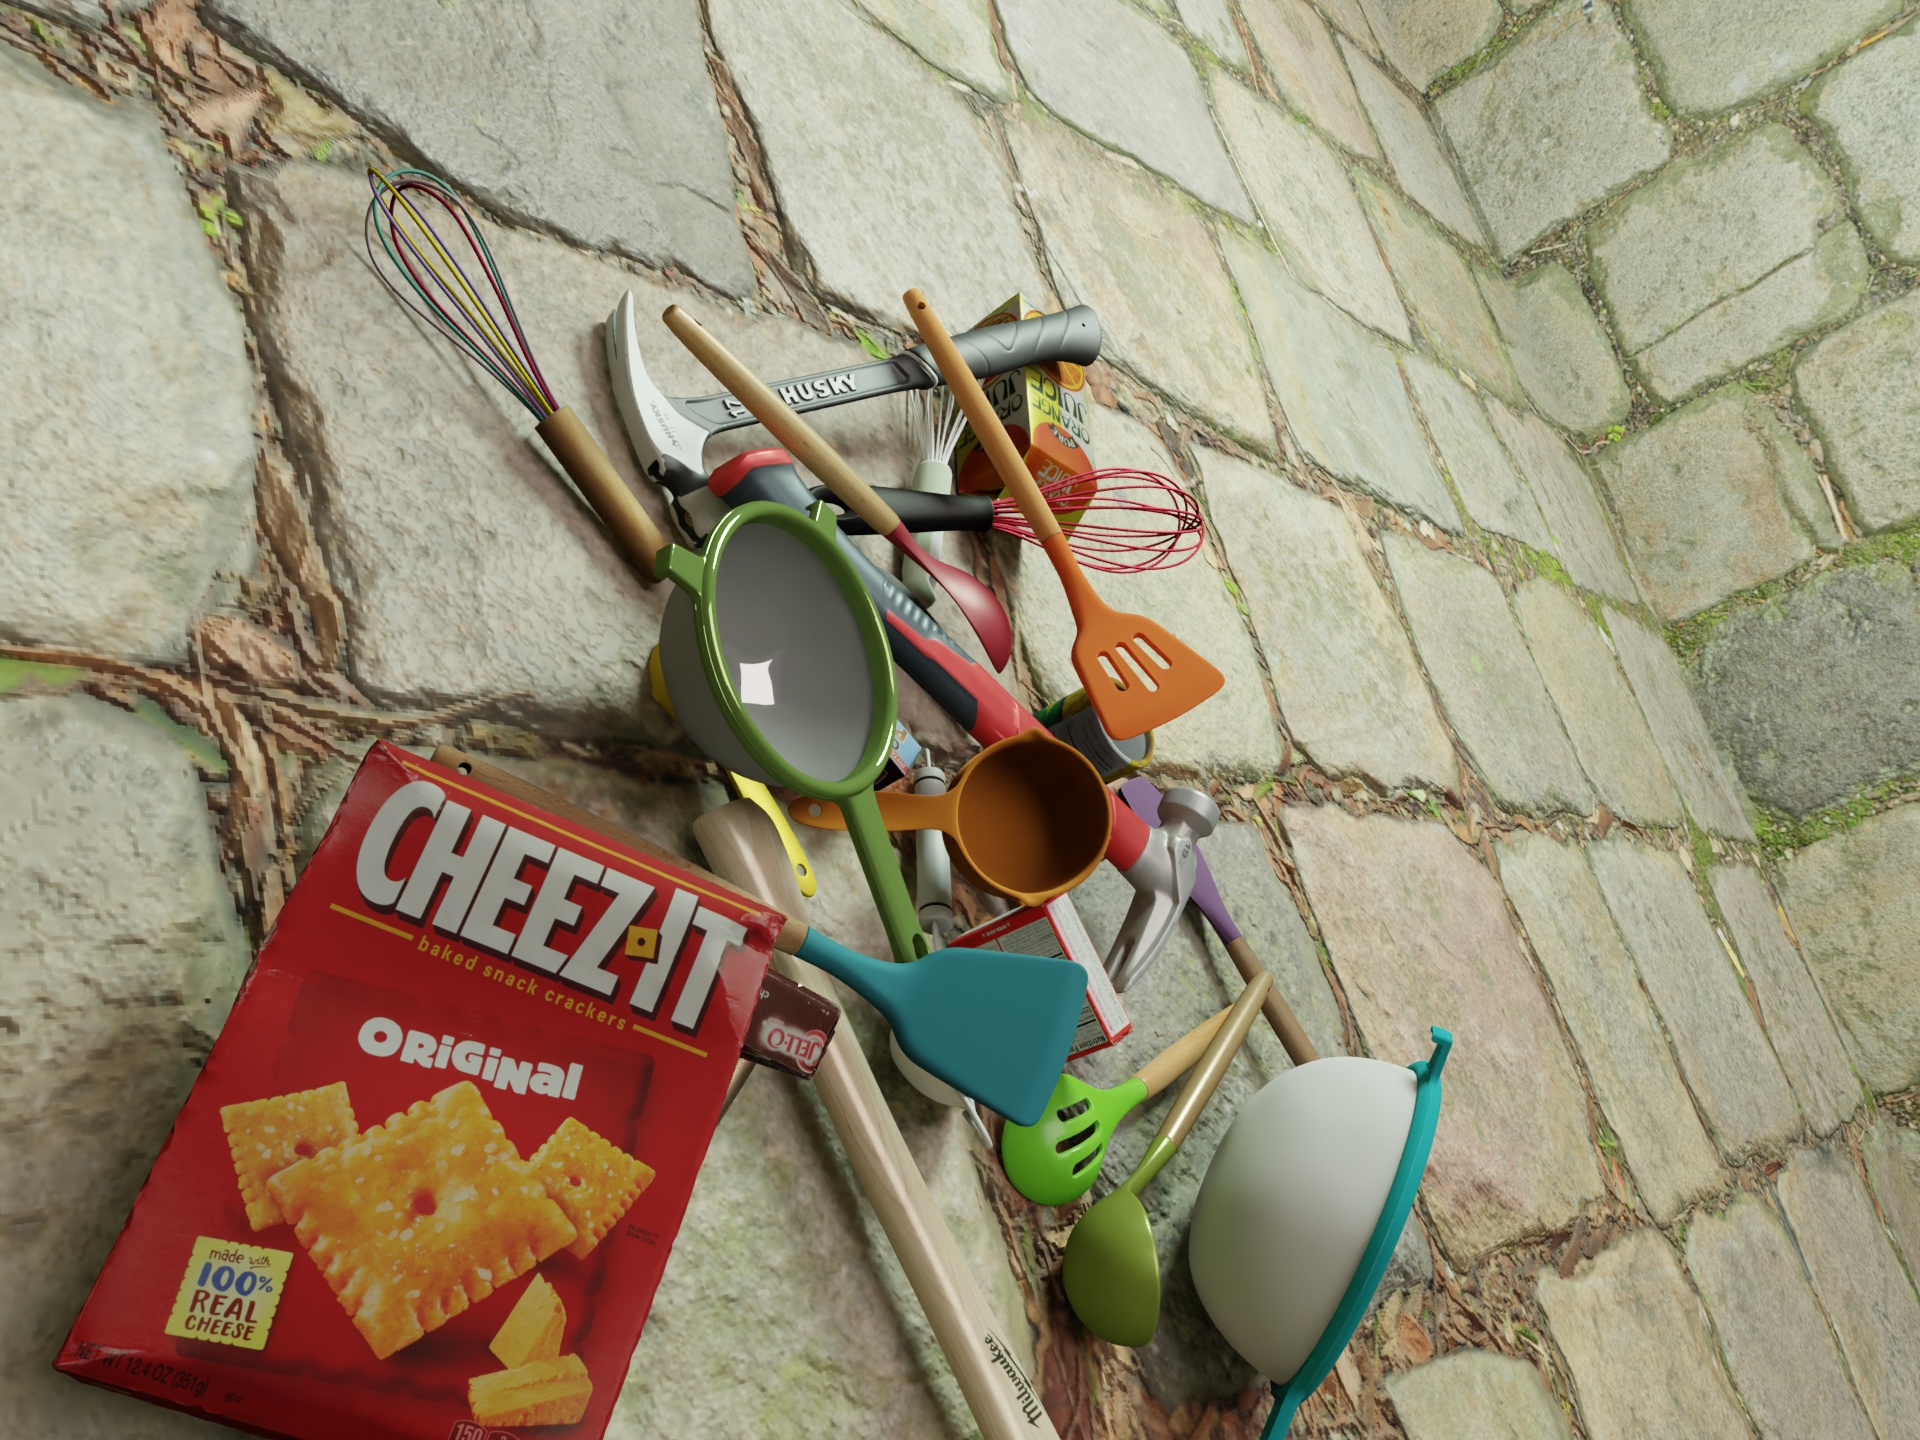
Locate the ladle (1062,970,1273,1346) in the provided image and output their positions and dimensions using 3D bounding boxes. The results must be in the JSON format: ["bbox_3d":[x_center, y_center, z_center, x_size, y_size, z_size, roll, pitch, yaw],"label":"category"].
[{"bbox_3d":[0.142,0.242,0.943,0.062,0.078,0.320,22,33,20],"label":"ladle"}]

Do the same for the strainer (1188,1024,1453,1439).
[{"bbox_3d":[0.162,0.322,0.891,0.095,0.210,0.340,26,57,11],"label":"strainer"}]

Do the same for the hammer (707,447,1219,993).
[{"bbox_3d":[-0.001,-0.003,0.909,0.386,0.038,0.143,43,61,-23],"label":"hammer"}]

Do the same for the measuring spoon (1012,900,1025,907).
[{"bbox_3d":[0.043,0.151,0.947,0.021,0.011,0.117,18,56,-46],"label":"measuring spoon"}]

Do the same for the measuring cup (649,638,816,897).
[{"bbox_3d":[-0.107,0.019,0.826,0.062,0.029,0.156,-24,83,-56],"label":"measuring cup"}]

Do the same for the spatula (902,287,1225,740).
[{"bbox_3d":[0.046,-0.135,0.975,0.081,0.041,0.323,-27,80,-13],"label":"spatula"}]

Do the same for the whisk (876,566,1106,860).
[{"bbox_3d":[0.019,-0.004,0.994,0.239,0.055,0.055,49,36,-10],"label":"whisk"}]

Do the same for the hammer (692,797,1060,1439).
[{"bbox_3d":[-0.031,0.227,0.749,0.411,0.038,0.146,63,18,7],"label":"hammer"}]

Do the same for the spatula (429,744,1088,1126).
[{"bbox_3d":[-0.091,0.086,0.724,0.317,0.044,0.082,29,67,-15],"label":"spatula"}]

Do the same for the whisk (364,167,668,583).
[{"bbox_3d":[-0.222,-0.175,0.814,0.245,0.047,0.051,56,46,-15],"label":"whisk"}]

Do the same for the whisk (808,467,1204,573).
[{"bbox_3d":[0.034,-0.131,1.021,0.295,0.073,0.073,-1,65,-26],"label":"whisk"}]

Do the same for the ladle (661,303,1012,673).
[{"bbox_3d":[-0.058,-0.127,0.910,0.315,0.031,0.069,42,16,-38],"label":"ladle"}]

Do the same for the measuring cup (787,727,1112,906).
[{"bbox_3d":[-0.008,0.053,0.856,0.173,0.052,0.095,2,80,-11],"label":"measuring cup"}]

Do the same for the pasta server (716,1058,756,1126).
[{"bbox_3d":[-0.147,0.222,0.625,0.060,0.040,0.316,36,36,-1],"label":"pasta server"}]

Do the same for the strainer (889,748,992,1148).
[{"bbox_3d":[-0.015,0.116,0.869,0.086,0.050,0.259,77,7,-48],"label":"strainer"}]

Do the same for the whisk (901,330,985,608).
[{"bbox_3d":[-0.016,-0.172,1.071,0.057,0.059,0.247,64,26,-51],"label":"whisk"}]

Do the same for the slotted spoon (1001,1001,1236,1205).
[{"bbox_3d":[0.120,0.217,0.981,0.313,0.031,0.070,-13,87,-56],"label":"slotted spoon"}]

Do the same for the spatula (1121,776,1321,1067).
[{"bbox_3d":[0.203,0.174,1.101,0.059,0.018,0.316,-12,69,-57],"label":"spatula"}]

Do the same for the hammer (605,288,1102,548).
[{"bbox_3d":[-0.045,-0.223,1.007,0.409,0.036,0.149,-25,84,-43],"label":"hammer"}]

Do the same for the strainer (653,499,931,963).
[{"bbox_3d":[-0.081,0.022,0.789,0.151,0.069,0.256,-33,105,-60],"label":"strainer"}]
